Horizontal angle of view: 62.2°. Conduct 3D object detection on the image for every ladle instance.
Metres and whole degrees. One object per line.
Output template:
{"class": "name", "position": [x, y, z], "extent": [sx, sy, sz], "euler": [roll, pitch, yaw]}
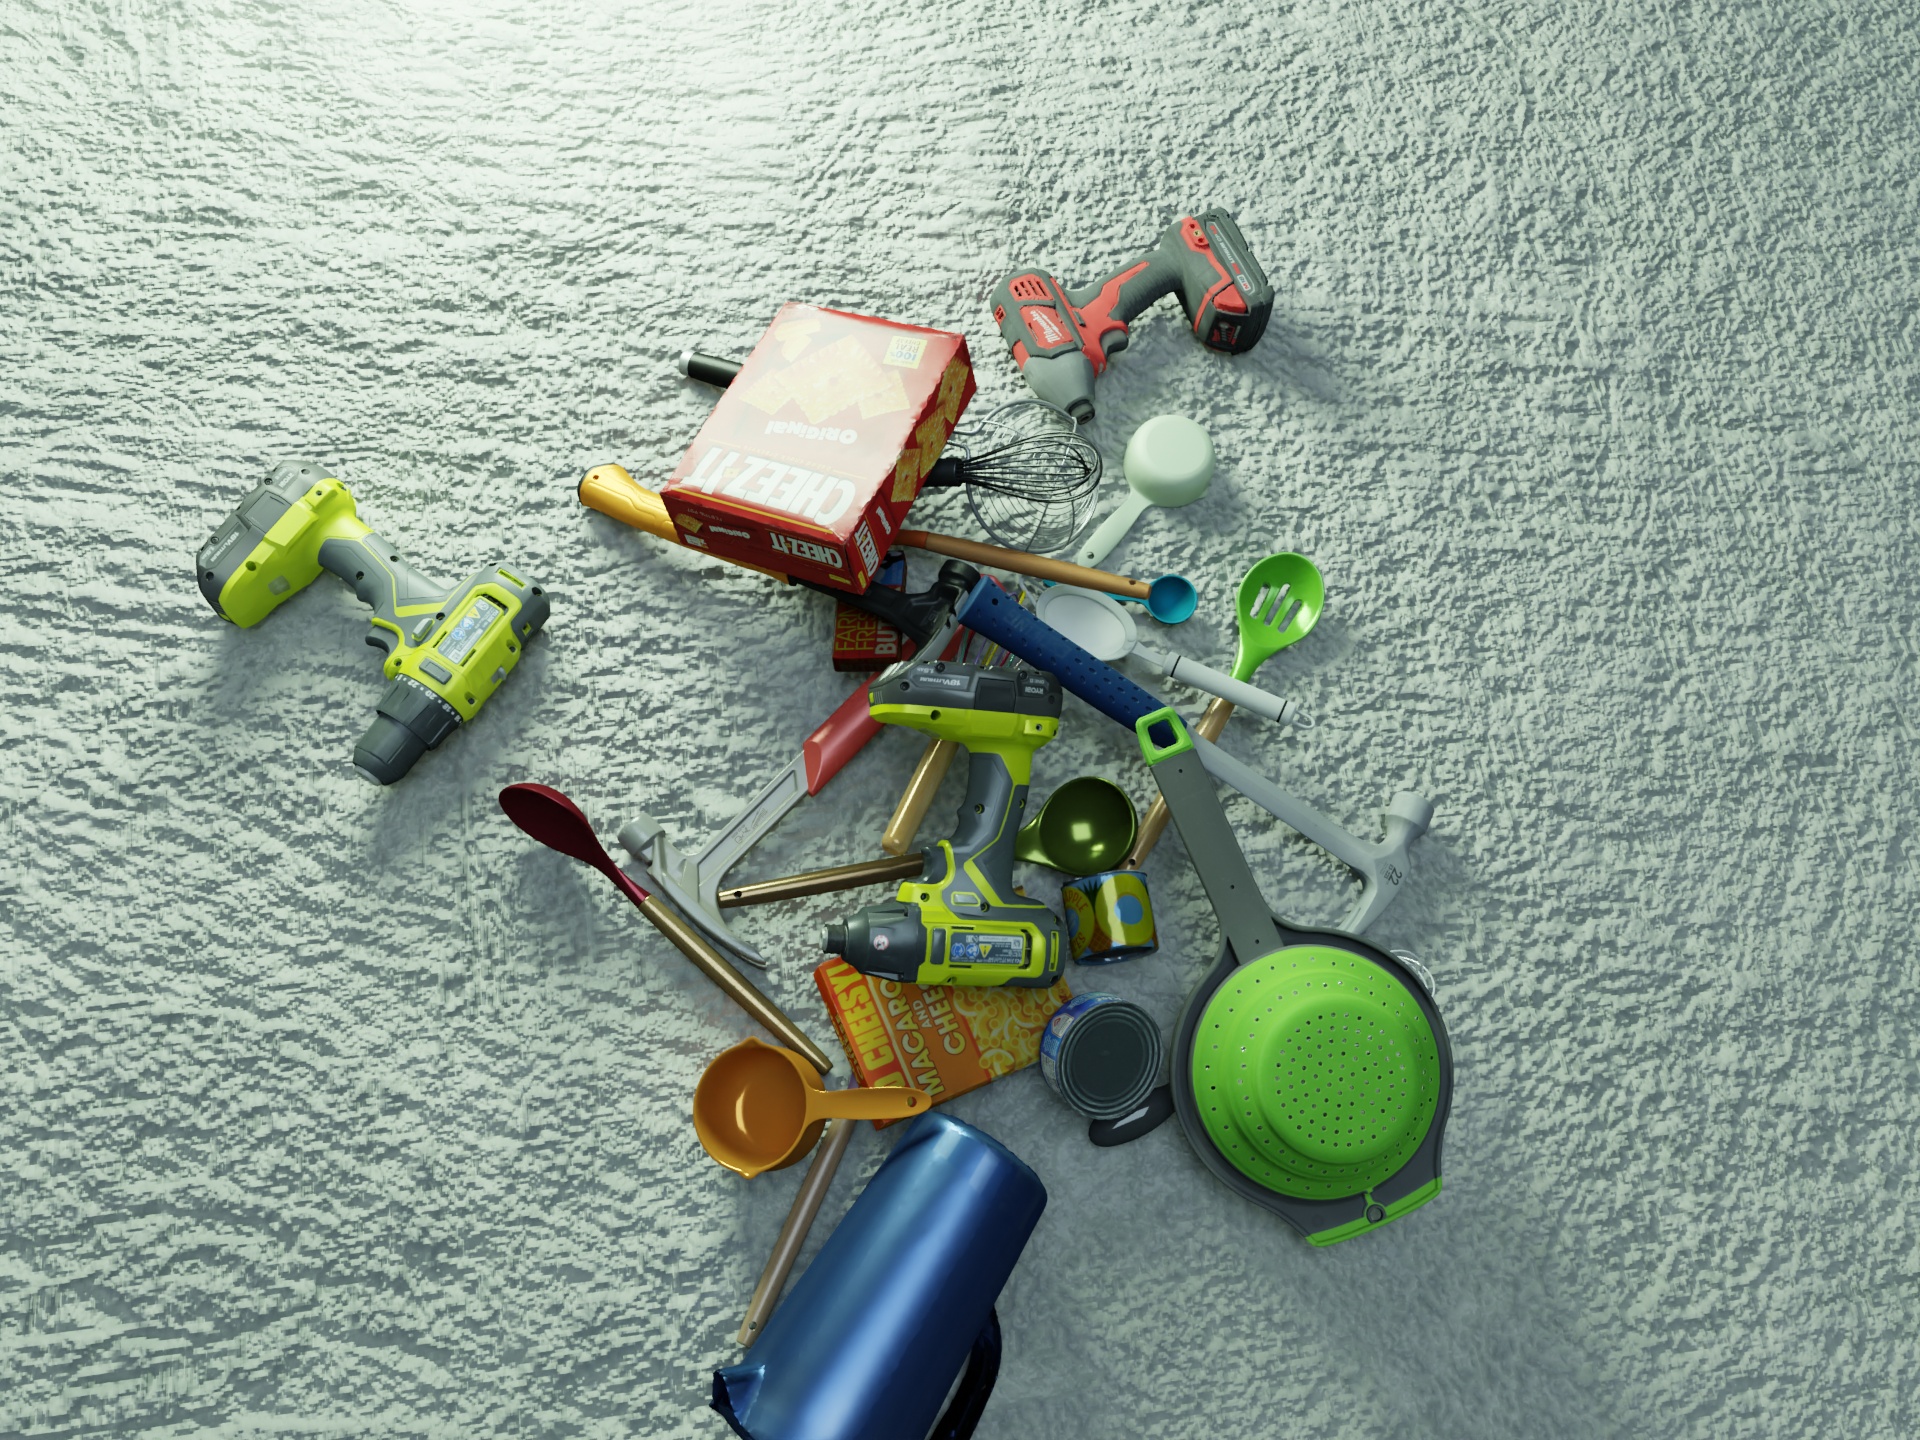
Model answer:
{"class": "ladle", "position": [-0.020, 0.100, 1.177], "extent": [0.320, 0.062, 0.078], "euler": [-9, 66, -16]}
{"class": "ladle", "position": [-0.213, 0.150, 1.165], "extent": [0.315, 0.069, 0.031], "euler": [42, 53, 4]}

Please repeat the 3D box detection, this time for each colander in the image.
{"class": "colander", "position": [0.219, 0.170, 1.109], "extent": [0.204, 0.094, 0.397], "euler": [-23, 82, -4]}

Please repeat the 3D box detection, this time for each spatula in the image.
{"class": "spatula", "position": [-0.004, -0.145, 1.272], "extent": [0.323, 0.041, 0.081], "euler": [15, 51, 15]}
{"class": "spatula", "position": [-0.083, 0.293, 1.139], "extent": [0.060, 0.018, 0.316], "euler": [25, 69, 1]}

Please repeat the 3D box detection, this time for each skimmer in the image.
{"class": "skimmer", "position": [-0.061, -0.240, 1.332], "extent": [0.363, 0.090, 0.127], "euler": [18, 81, 12]}

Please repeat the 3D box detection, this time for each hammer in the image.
{"class": "hammer", "position": [-0.159, -0.123, 1.238], "extent": [0.337, 0.034, 0.127], "euler": [23, 62, 17]}
{"class": "hammer", "position": [-0.086, 0.019, 1.230], "extent": [0.149, 0.036, 0.359], "euler": [42, 72, 10]}
{"class": "hammer", "position": [0.173, 0.023, 1.207], "extent": [0.405, 0.035, 0.144], "euler": [33, 71, -9]}

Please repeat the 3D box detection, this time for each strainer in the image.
{"class": "strainer", "position": [0.159, -0.045, 1.261], "extent": [0.258, 0.050, 0.087], "euler": [24, 43, 11]}

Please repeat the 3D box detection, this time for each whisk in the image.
{"class": "whisk", "position": [-0.002, -0.005, 1.203], "extent": [0.051, 0.047, 0.245], "euler": [44, 58, -30]}
{"class": "whisk", "position": [-0.003, -0.198, 1.249], "extent": [0.239, 0.055, 0.055], "euler": [2, 68, 20]}
{"class": "whisk", "position": [0.221, 0.244, 1.172], "extent": [0.284, 0.070, 0.070], "euler": [-24, 74, -8]}

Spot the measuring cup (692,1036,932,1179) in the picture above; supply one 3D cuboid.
{"class": "measuring cup", "position": [-0.096, 0.267, 1.102], "extent": [0.173, 0.052, 0.095], "euler": [-6, 74, 15]}

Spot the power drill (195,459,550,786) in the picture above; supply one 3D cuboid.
{"class": "power drill", "position": [-0.455, -0.075, 1.208], "extent": [0.228, 0.080, 0.191], "euler": [33, 70, 4]}

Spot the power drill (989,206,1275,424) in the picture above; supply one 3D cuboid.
{"class": "power drill", "position": [0.149, -0.344, 1.369], "extent": [0.219, 0.078, 0.143], "euler": [-22, 73, -10]}

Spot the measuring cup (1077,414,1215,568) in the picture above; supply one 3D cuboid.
{"class": "measuring cup", "position": [0.151, -0.190, 1.329], "extent": [0.083, 0.038, 0.167], "euler": [37, 69, 8]}

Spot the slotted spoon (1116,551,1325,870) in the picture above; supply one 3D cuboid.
{"class": "slotted spoon", "position": [0.203, -0.004, 1.274], "extent": [0.070, 0.031, 0.314], "euler": [30, 72, 6]}

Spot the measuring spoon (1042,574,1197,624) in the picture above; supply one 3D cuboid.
{"class": "measuring spoon", "position": [0.131, -0.105, 1.312], "extent": [0.128, 0.021, 0.042], "euler": [10, 77, 8]}

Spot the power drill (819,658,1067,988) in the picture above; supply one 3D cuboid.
{"class": "power drill", "position": [-0.008, 0.074, 1.118], "extent": [0.171, 0.080, 0.223], "euler": [5, 86, -16]}
